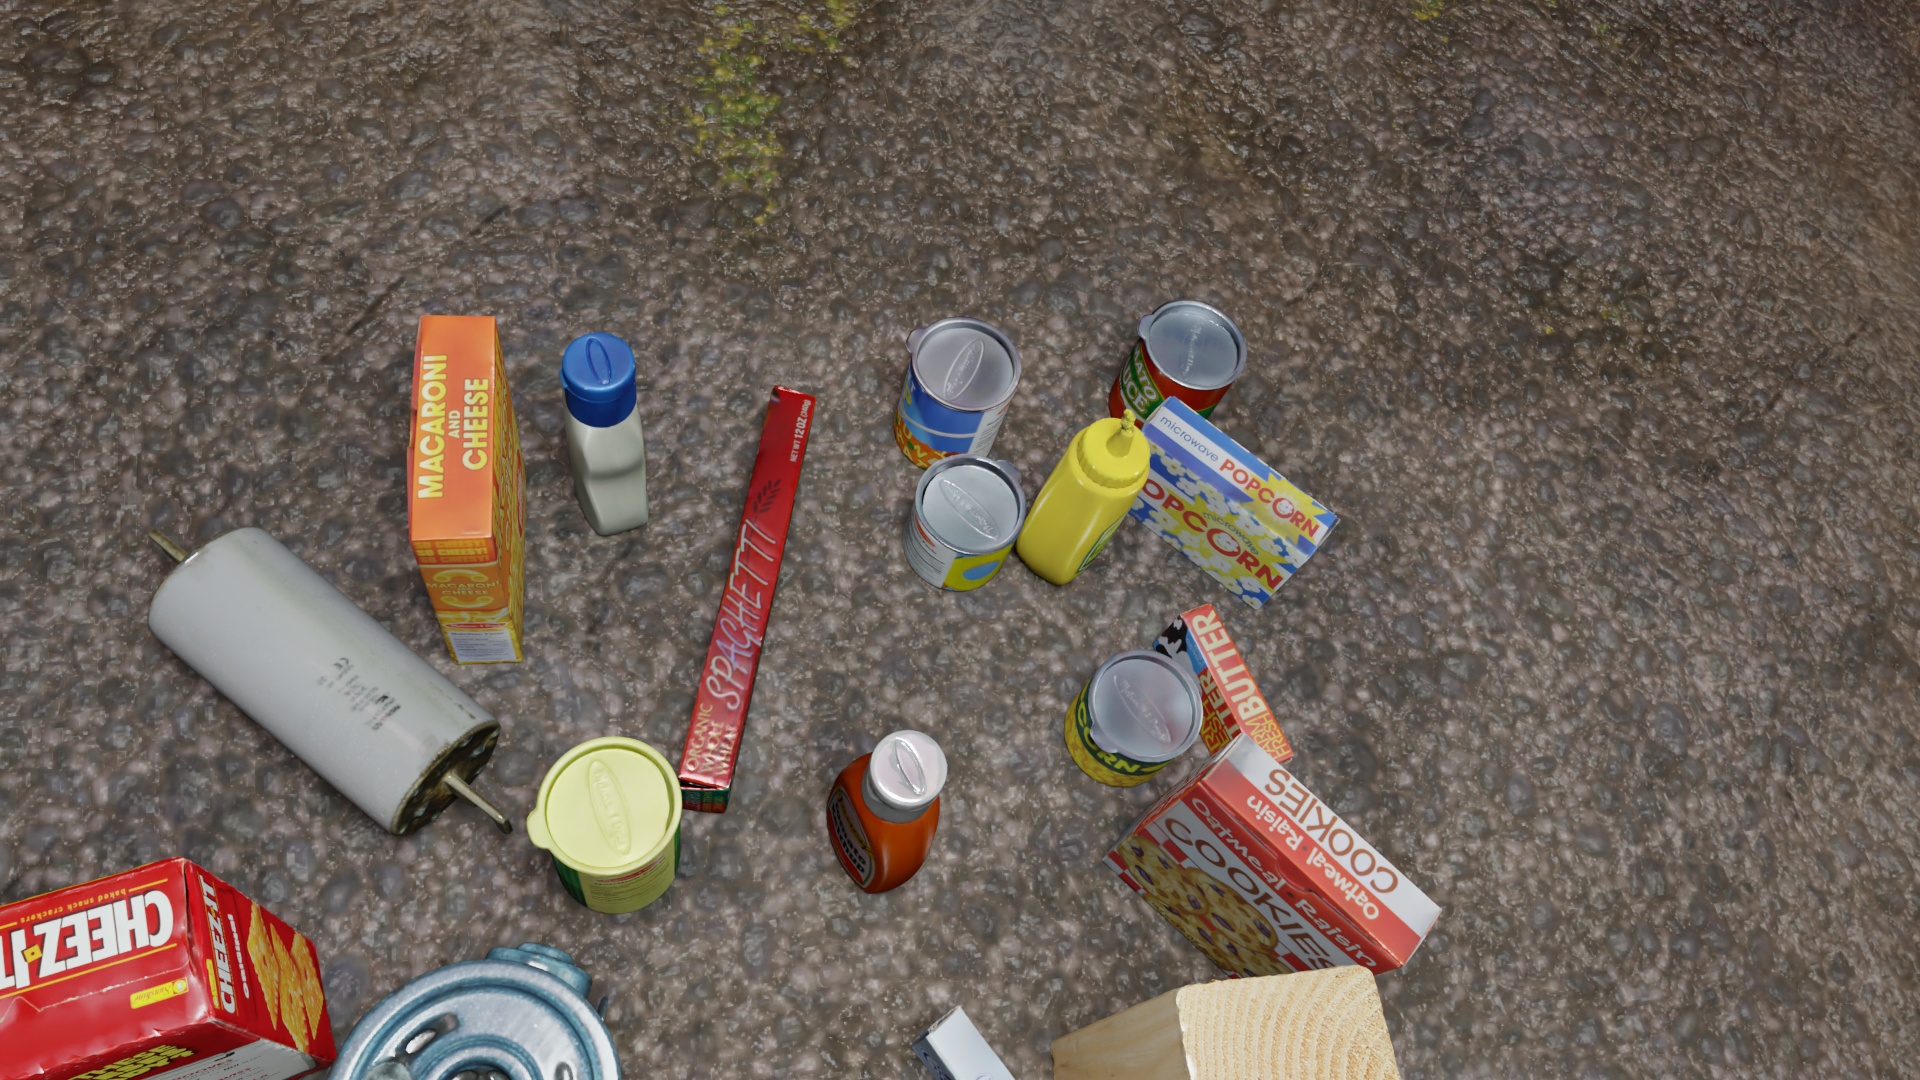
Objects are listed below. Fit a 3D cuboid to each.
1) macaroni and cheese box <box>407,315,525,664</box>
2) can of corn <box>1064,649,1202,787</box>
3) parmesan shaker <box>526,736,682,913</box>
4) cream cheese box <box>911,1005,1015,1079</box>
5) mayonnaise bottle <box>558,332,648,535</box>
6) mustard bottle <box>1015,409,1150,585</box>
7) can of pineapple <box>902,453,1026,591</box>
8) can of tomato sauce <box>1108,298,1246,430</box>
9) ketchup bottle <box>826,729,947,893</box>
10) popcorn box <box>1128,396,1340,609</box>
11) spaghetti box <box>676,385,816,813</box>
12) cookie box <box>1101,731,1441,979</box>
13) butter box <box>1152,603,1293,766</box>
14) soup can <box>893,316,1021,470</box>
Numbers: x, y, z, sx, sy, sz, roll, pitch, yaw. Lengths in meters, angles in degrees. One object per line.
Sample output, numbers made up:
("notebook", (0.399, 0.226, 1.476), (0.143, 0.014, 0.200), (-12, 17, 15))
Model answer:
("macaroni and cheese box", (-0.254, -0.021, 0.723), (0.040, 0.165, 0.124), (-2, 65, -13))
("can of corn", (0.096, 0.105, 0.798), (0.071, 0.058, 0.071), (5, 64, -10))
("parmesan shaker", (-0.176, 0.146, 0.695), (0.071, 0.102, 0.071), (5, 64, -10))
("cream cheese box", (0.018, 0.285, 0.697), (0.024, 0.053, 0.104), (-34, 76, -24))
("mayonnaise bottle", (-0.196, -0.059, 0.765), (0.041, 0.147, 0.065), (-16, 69, -18))
("mustard bottle", (0.076, -0.029, 0.801), (0.049, 0.159, 0.065), (38, 63, 7))
("can of pineapple", (0.003, -0.010, 0.834), (0.071, 0.057, 0.071), (5, 64, -10))
("can of tomato sauce", (0.136, -0.105, 0.893), (0.071, 0.082, 0.071), (5, 64, -10))
("ketchup bottle", (-0.036, 0.134, 0.705), (0.044, 0.148, 0.065), (-21, 71, -20))
("popcorn box", (0.157, -0.022, 0.857), (0.127, 0.085, 0.038), (38, 63, 7))
("spaghetti box", (-0.121, 0.030, 0.793), (0.029, 0.050, 0.251), (12, 63, -6))
("cookie box", (0.151, 0.176, 0.714), (0.123, 0.166, 0.040), (42, 64, 9))
("butter box", (0.154, 0.093, 0.818), (0.024, 0.053, 0.104), (-19, 70, -20))
("soup can", (-0.006, -0.089, 0.855), (0.071, 0.083, 0.071), (5, 64, -10))
